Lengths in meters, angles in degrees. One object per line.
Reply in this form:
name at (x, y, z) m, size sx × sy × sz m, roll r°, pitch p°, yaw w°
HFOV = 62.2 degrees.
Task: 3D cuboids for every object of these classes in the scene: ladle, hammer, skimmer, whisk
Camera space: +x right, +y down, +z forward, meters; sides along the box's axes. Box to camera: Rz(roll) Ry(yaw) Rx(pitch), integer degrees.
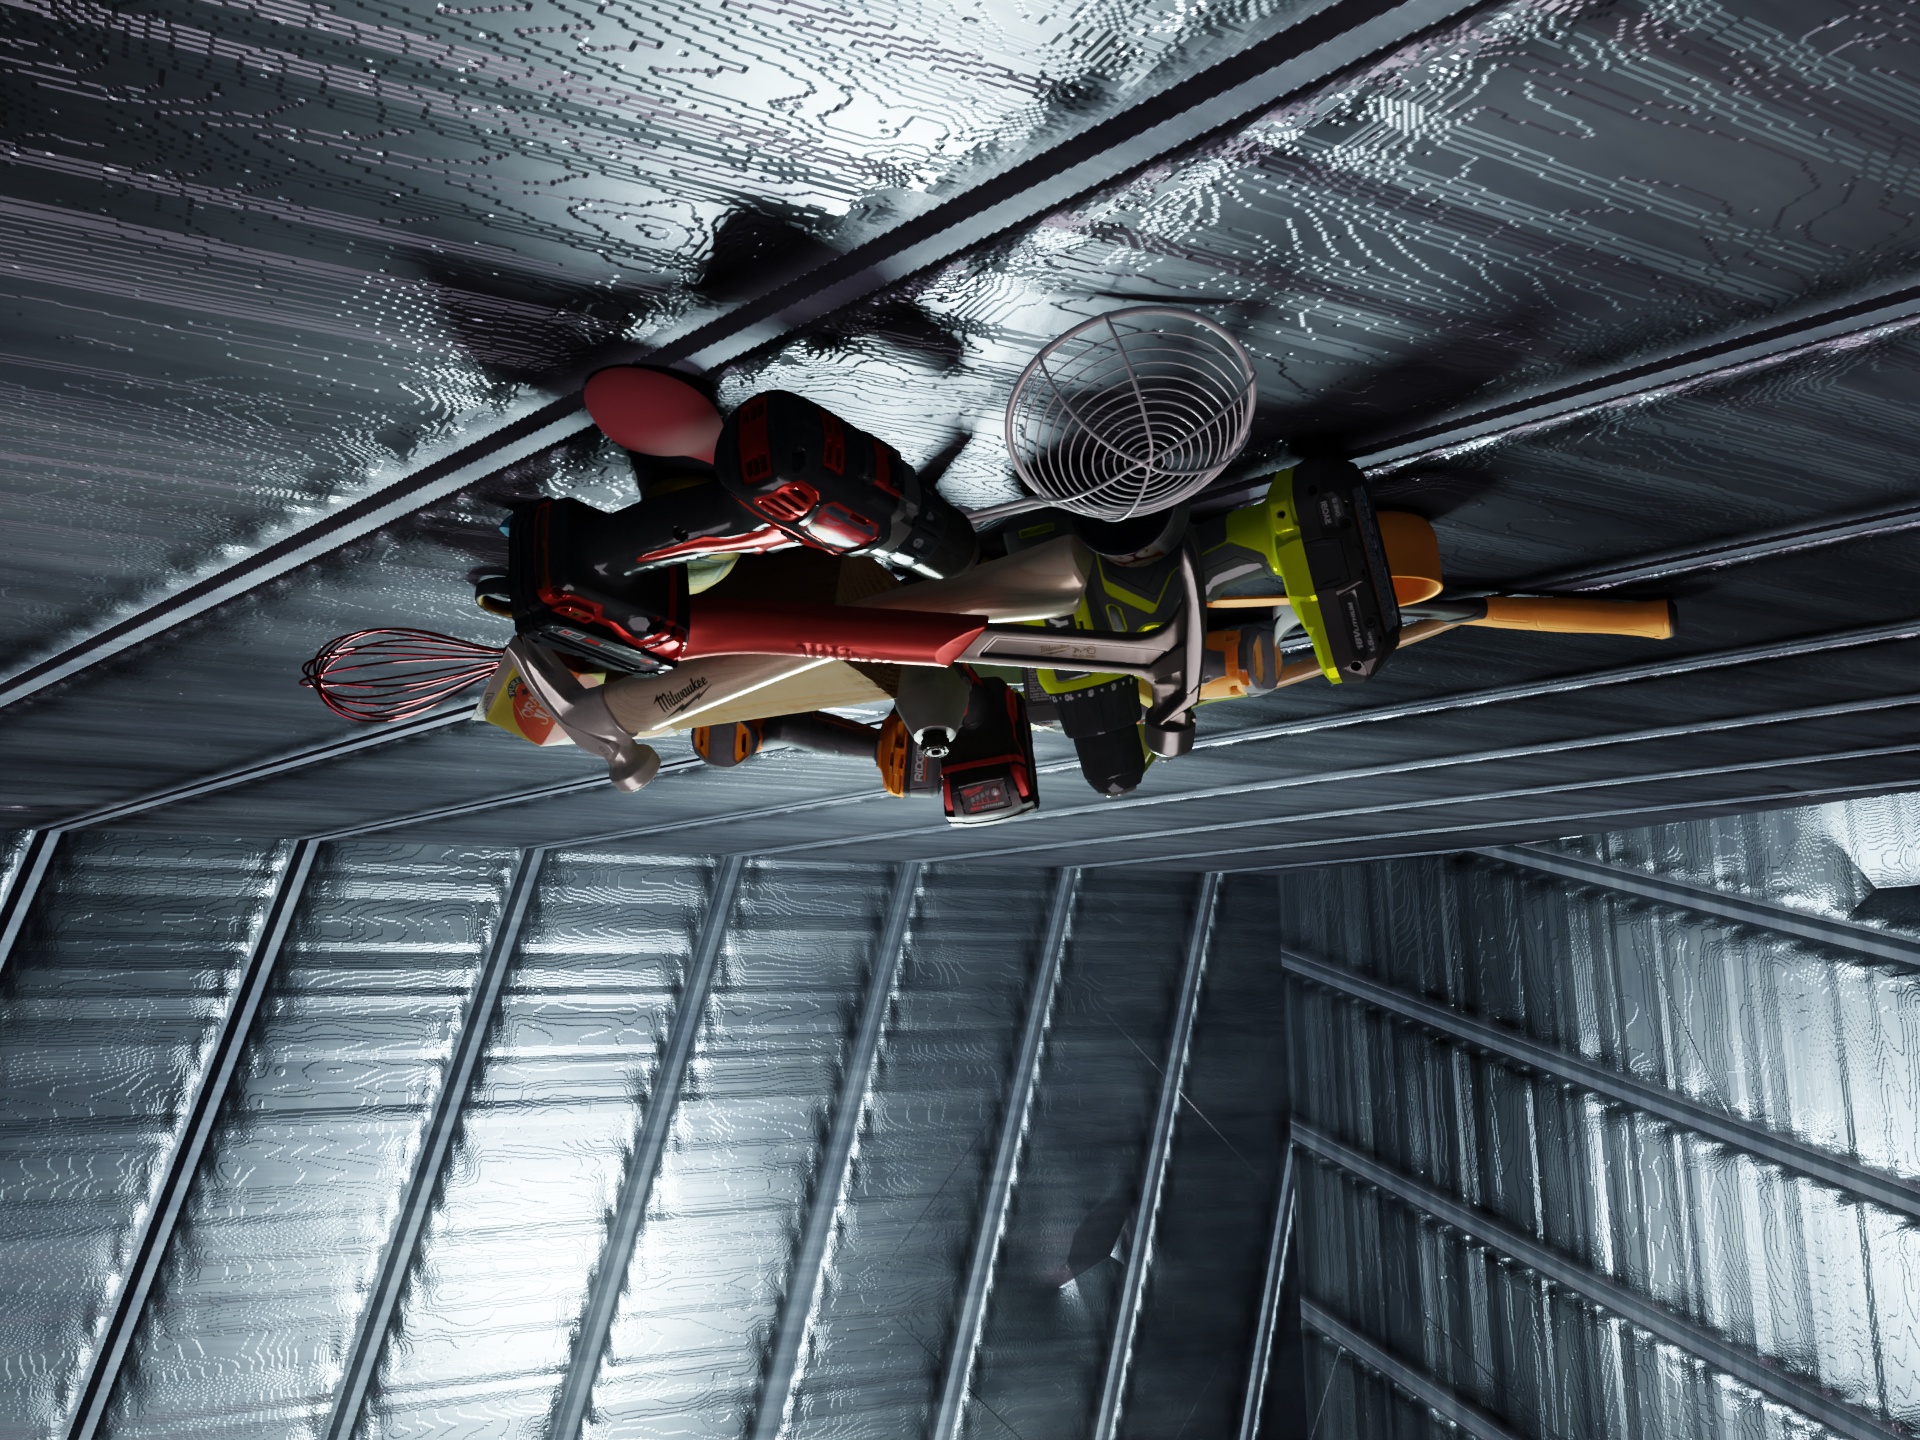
ladle at (-0.118, -0.143, 0.952) m, size 0.069 × 0.031 × 0.315 m, roll -5°, pitch 170°, yaw 22°
hammer at (-0.032, -0.058, 0.967) m, size 0.359 × 0.037 × 0.149 m, roll 5°, pitch 127°, yaw 12°
skimmer at (0.032, -0.150, 0.916) m, size 0.127 × 0.090 × 0.363 m, roll 13°, pitch 175°, yaw -23°
ladle at (0.286, -0.026, 1.402) m, size 0.320 × 0.062 × 0.078 m, roll -20°, pitch -174°, yaw 25°
whisk at (-0.368, -0.046, 1.241) m, size 0.073 × 0.073 × 0.295 m, roll -12°, pitch 179°, yaw 45°
hammer at (0.423, -0.085, 1.285) m, size 0.336 × 0.034 × 0.127 m, roll 1°, pitch 168°, yaw -13°
hammer at (-0.108, -0.055, 1.040) m, size 0.410 × 0.038 × 0.146 m, roll -16°, pitch 126°, yaw 27°

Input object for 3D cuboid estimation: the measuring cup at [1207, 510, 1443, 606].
measuring cup at (0.243, -0.108, 1.102) m, size 0.173 × 0.052 × 0.095 m, roll -3°, pitch 169°, yaw 19°

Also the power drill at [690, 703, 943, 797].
power drill at (-0.120, 0.004, 1.485) m, size 0.226 × 0.084 × 0.164 m, roll 7°, pitch -162°, yaw 6°

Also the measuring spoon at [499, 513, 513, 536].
measuring spoon at (-0.236, -0.112, 1.024) m, size 0.128 × 0.021 × 0.042 m, roll 18°, pitch 169°, yaw 14°

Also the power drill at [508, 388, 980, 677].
power drill at (-0.117, -0.096, 0.884) m, size 0.227 × 0.080 × 0.187 m, roll -18°, pitch 158°, yaw 29°

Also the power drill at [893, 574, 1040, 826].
power drill at (-0.002, -0.004, 1.250) m, size 0.078 × 0.143 × 0.219 m, roll -12°, pitch 151°, yaw 11°

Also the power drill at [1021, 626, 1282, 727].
power drill at (0.139, -0.041, 1.335) m, size 0.185 × 0.084 × 0.226 m, roll -4°, pitch -179°, yaw 39°

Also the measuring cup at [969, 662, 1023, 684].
measuring cup at (-0.004, -0.076, 1.320) m, size 0.167 × 0.038 × 0.083 m, roll 24°, pitch 160°, yaw -31°

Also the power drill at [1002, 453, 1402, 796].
power drill at (0.151, -0.060, 0.997) m, size 0.228 × 0.190 × 0.080 m, roll -12°, pitch -173°, yaw 26°

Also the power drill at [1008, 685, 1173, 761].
power drill at (0.103, -0.009, 1.554) m, size 0.223 × 0.080 × 0.171 m, roll 2°, pitch 169°, yaw -2°

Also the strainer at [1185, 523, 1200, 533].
strainer at (0.156, -0.102, 1.153) m, size 0.087 × 0.050 × 0.258 m, roll -44°, pitch 175°, yaw -3°
